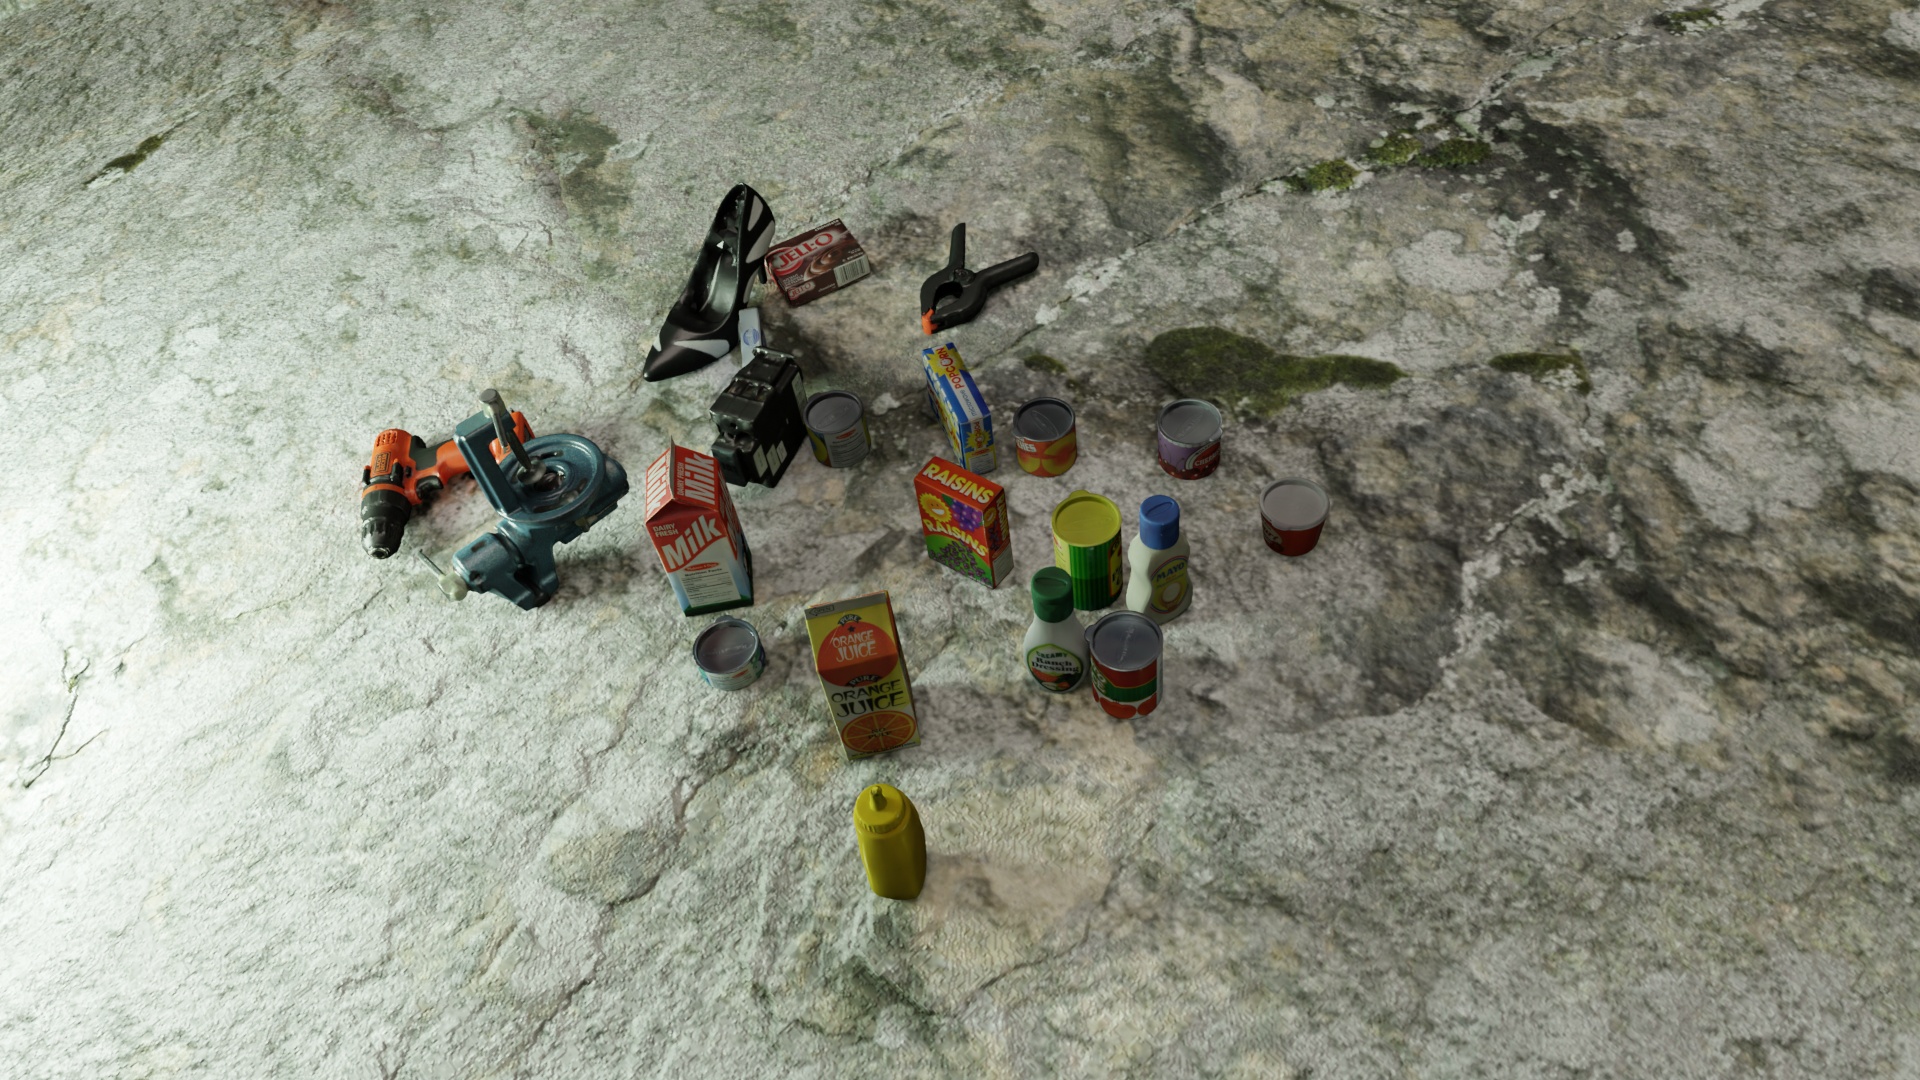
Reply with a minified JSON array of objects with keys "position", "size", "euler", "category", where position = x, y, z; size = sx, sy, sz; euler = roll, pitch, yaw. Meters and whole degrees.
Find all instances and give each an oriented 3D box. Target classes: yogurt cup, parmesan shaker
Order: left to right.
[{"position":[0.124,0.010,1.344],"size":[0.071,0.102,0.072],"euler":[-4,50,5],"category":"parmesan shaker"},{"position":[0.329,-0.022,1.374],"size":[0.072,0.053,0.073],"euler":[-4,50,5],"category":"yogurt cup"}]

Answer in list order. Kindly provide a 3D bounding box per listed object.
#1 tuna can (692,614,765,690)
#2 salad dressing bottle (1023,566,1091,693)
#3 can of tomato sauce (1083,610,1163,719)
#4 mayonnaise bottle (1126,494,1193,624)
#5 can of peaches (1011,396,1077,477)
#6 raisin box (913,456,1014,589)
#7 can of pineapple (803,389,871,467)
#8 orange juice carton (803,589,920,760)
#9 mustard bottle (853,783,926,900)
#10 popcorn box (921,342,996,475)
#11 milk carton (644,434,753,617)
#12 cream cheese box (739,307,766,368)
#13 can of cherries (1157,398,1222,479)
[{"position":[-0.226,0.110,1.357],"size":[0.071,0.032,0.071],"euler":[-4,50,5],"category":"tuna can"},{"position":[0.086,0.082,1.261],"size":[0.064,0.147,0.044],"euler":[6,52,13],"category":"salad dressing bottle"},{"position":[0.150,0.114,1.267],"size":[0.071,0.082,0.071],"euler":[-4,50,5],"category":"can of tomato sauce"},{"position":[0.186,0.019,1.299],"size":[0.065,0.147,0.041],"euler":[-26,52,-13],"category":"mayonnaise bottle"},{"position":[0.089,-0.109,1.478],"size":[0.071,0.057,0.071],"euler":[-4,50,5],"category":"can of peaches"},{"position":[0.005,-0.017,1.371],"size":[0.086,0.122,0.040],"euler":[27,59,27],"category":"raisin box"},{"position":[-0.135,-0.123,1.522],"size":[0.071,0.057,0.071],"euler":[-4,50,5],"category":"can of pineapple"},{"position":[-0.086,0.110,1.233],"size":[0.072,0.191,0.073],"euler":[-12,50,-2],"category":"orange juice carton"},{"position":[-0.059,0.239,1.142],"size":[0.049,0.159,0.065],"euler":[-1,50,7],"category":"mustard bottle"},{"position":[-0.001,-0.142,1.500],"size":[0.038,0.084,0.127],"euler":[-19,50,-7],"category":"popcorn box"},{"position":[-0.259,-0.014,1.362],"size":[0.073,0.189,0.073],"euler":[-10,50,0],"category":"milk carton"},{"position":[-0.239,-0.217,1.618],"size":[0.024,0.053,0.104],"euler":[-10,50,0],"category":"cream cheese box"},{"position":[0.241,-0.104,1.452],"size":[0.071,0.058,0.072],"euler":[-4,50,5],"category":"can of cherries"}]
